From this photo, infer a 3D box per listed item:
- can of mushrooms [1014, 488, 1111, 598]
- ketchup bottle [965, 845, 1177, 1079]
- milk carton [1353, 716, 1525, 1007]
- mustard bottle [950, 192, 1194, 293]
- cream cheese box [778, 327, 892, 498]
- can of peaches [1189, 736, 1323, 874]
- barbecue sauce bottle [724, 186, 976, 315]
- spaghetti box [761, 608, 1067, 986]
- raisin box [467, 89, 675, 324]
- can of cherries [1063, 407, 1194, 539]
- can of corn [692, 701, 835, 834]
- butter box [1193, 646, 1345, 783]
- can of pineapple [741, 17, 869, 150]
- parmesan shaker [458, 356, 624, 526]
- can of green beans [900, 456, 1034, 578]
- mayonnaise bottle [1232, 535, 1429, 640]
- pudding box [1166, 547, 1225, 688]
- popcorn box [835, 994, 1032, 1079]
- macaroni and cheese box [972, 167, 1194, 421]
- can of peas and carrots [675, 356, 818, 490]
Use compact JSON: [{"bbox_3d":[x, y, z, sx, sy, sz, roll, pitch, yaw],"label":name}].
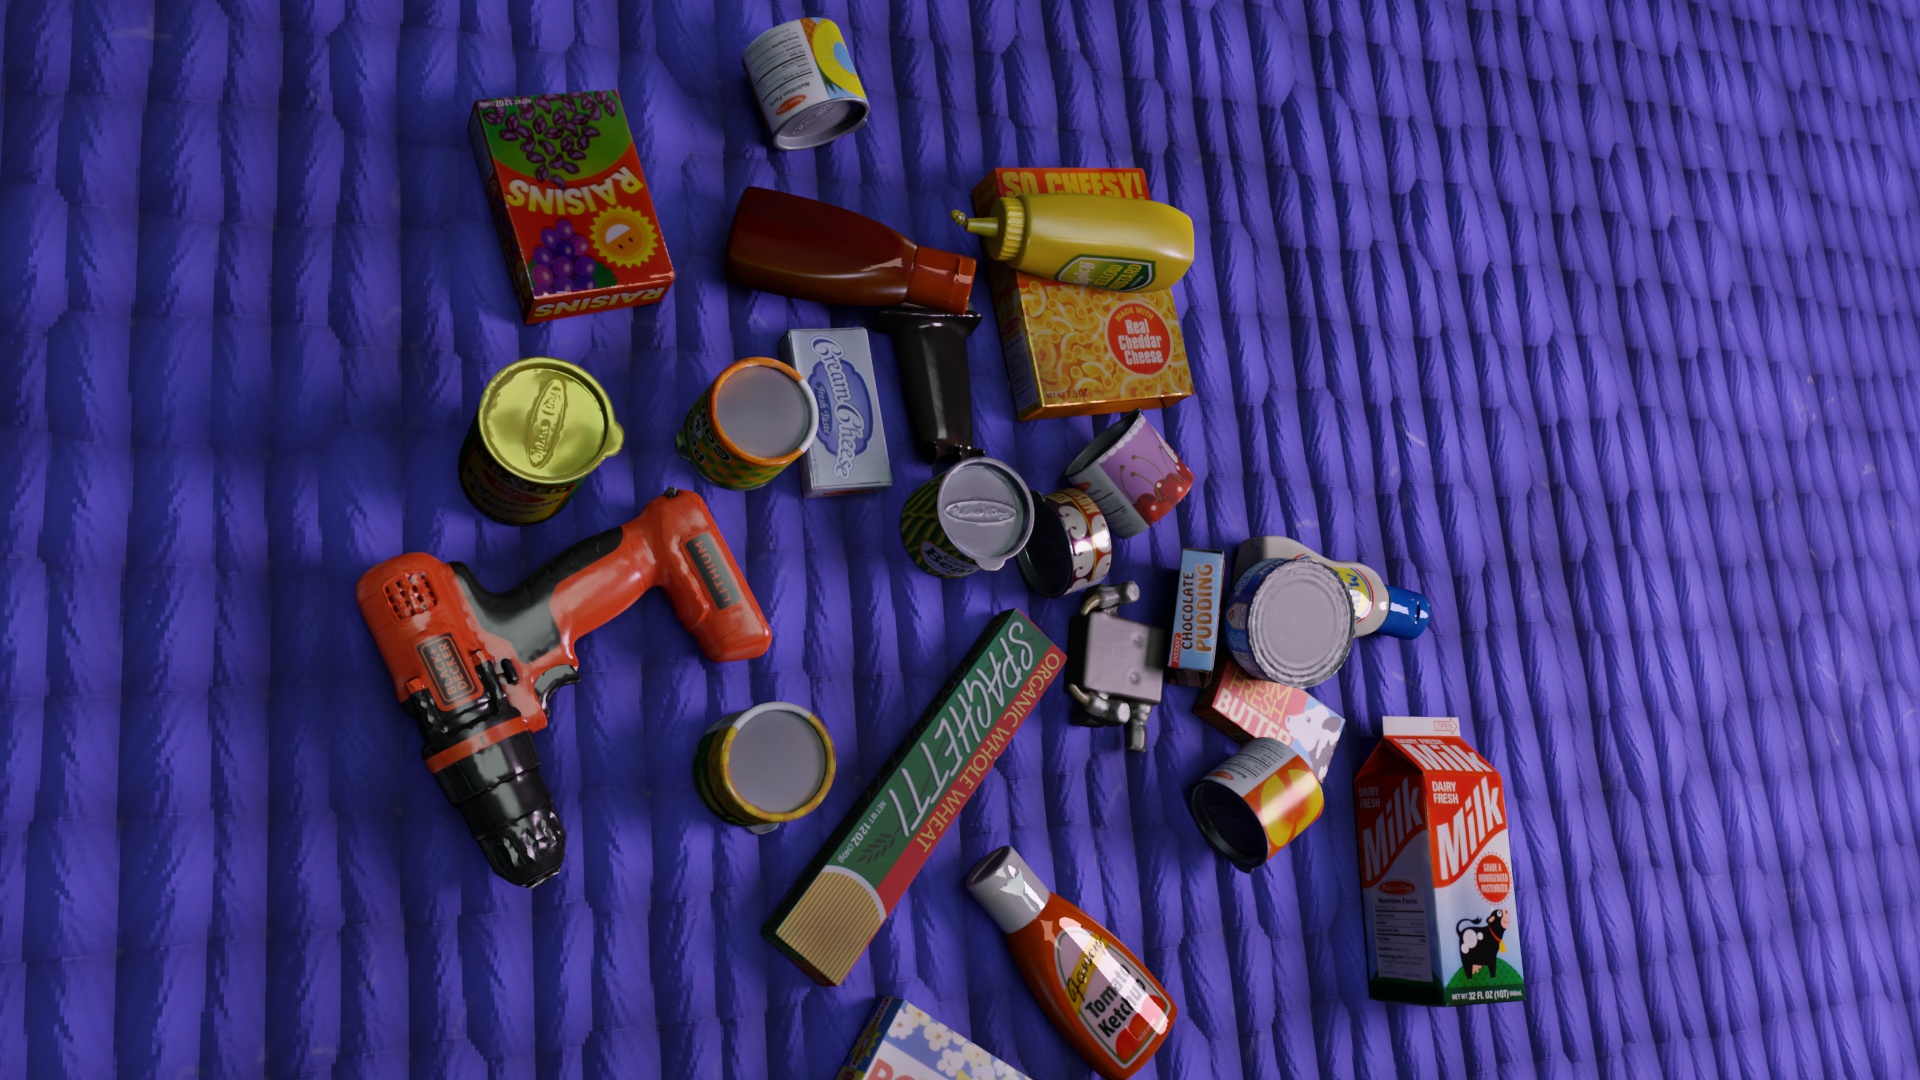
[{"bbox_3d":[0.064,-0.001,0.883,0.033,0.071,0.071,-16,85,-29],"label":"can of mushrooms"},{"bbox_3d":[0.063,0.250,0.834,0.065,0.043,0.148,-43,97,-28],"label":"ketchup bottle"},{"bbox_3d":[0.325,0.216,0.953,0.072,0.073,0.191,5,75,-25],"label":"milk carton"},{"bbox_3d":[0.069,-0.194,0.894,0.160,0.065,0.049,3,73,-18],"label":"mustard bottle"},{"bbox_3d":[-0.078,-0.080,0.859,0.053,0.024,0.104,-5,80,-27],"label":"cream cheese box"},{"bbox_3d":[0.194,0.172,0.905,0.058,0.071,0.071,-30,92,-29],"label":"can of peaches"},{"bbox_3d":[-0.066,-0.172,0.852,0.149,0.043,0.065,12,62,-4],"label":"barbecue sauce bottle"},{"bbox_3d":[-0.022,0.146,0.827,0.050,0.028,0.251,44,63,-11],"label":"spaghetti box"},{"bbox_3d":[-0.227,-0.195,0.808,0.086,0.040,0.123,-15,83,-29],"label":"raisin box"},{"bbox_3d":[0.114,-0.045,0.919,0.058,0.071,0.072,48,62,-8],"label":"can of cherries"},{"bbox_3d":[-0.109,0.127,0.772,0.071,0.058,0.071,6,74,-24],"label":"can of corn"},{"bbox_3d":[0.211,0.120,0.950,0.103,0.024,0.053,34,64,-15],"label":"butter box"},{"bbox_3d":[-0.097,-0.288,0.880,0.071,0.071,0.058,-19,86,-29],"label":"can of pineapple"},{"bbox_3d":[-0.224,-0.048,0.735,0.071,0.102,0.071,6,75,-24],"label":"parmesan shaker"},{"bbox_3d":[0.003,-0.013,0.863,0.071,0.057,0.071,7,74,-25],"label":"can of green beans"},{"bbox_3d":[0.264,0.040,0.986,0.148,0.041,0.065,13,78,-22],"label":"mayonnaise bottle"},{"bbox_3d":[0.156,0.052,0.923,0.030,0.049,0.084,7,72,10],"label":"pudding box"},{"bbox_3d":[-0.010,0.325,0.781,0.126,0.038,0.085,36,64,-14],"label":"popcorn box"},{"bbox_3d":[0.083,-0.170,0.952,0.124,0.040,0.166,-7,81,-27],"label":"macaroni and cheese box"},{"bbox_3d":[-0.125,-0.068,0.813,0.071,0.058,0.071,7,74,-25],"label":"can of peas and carrots"}]
